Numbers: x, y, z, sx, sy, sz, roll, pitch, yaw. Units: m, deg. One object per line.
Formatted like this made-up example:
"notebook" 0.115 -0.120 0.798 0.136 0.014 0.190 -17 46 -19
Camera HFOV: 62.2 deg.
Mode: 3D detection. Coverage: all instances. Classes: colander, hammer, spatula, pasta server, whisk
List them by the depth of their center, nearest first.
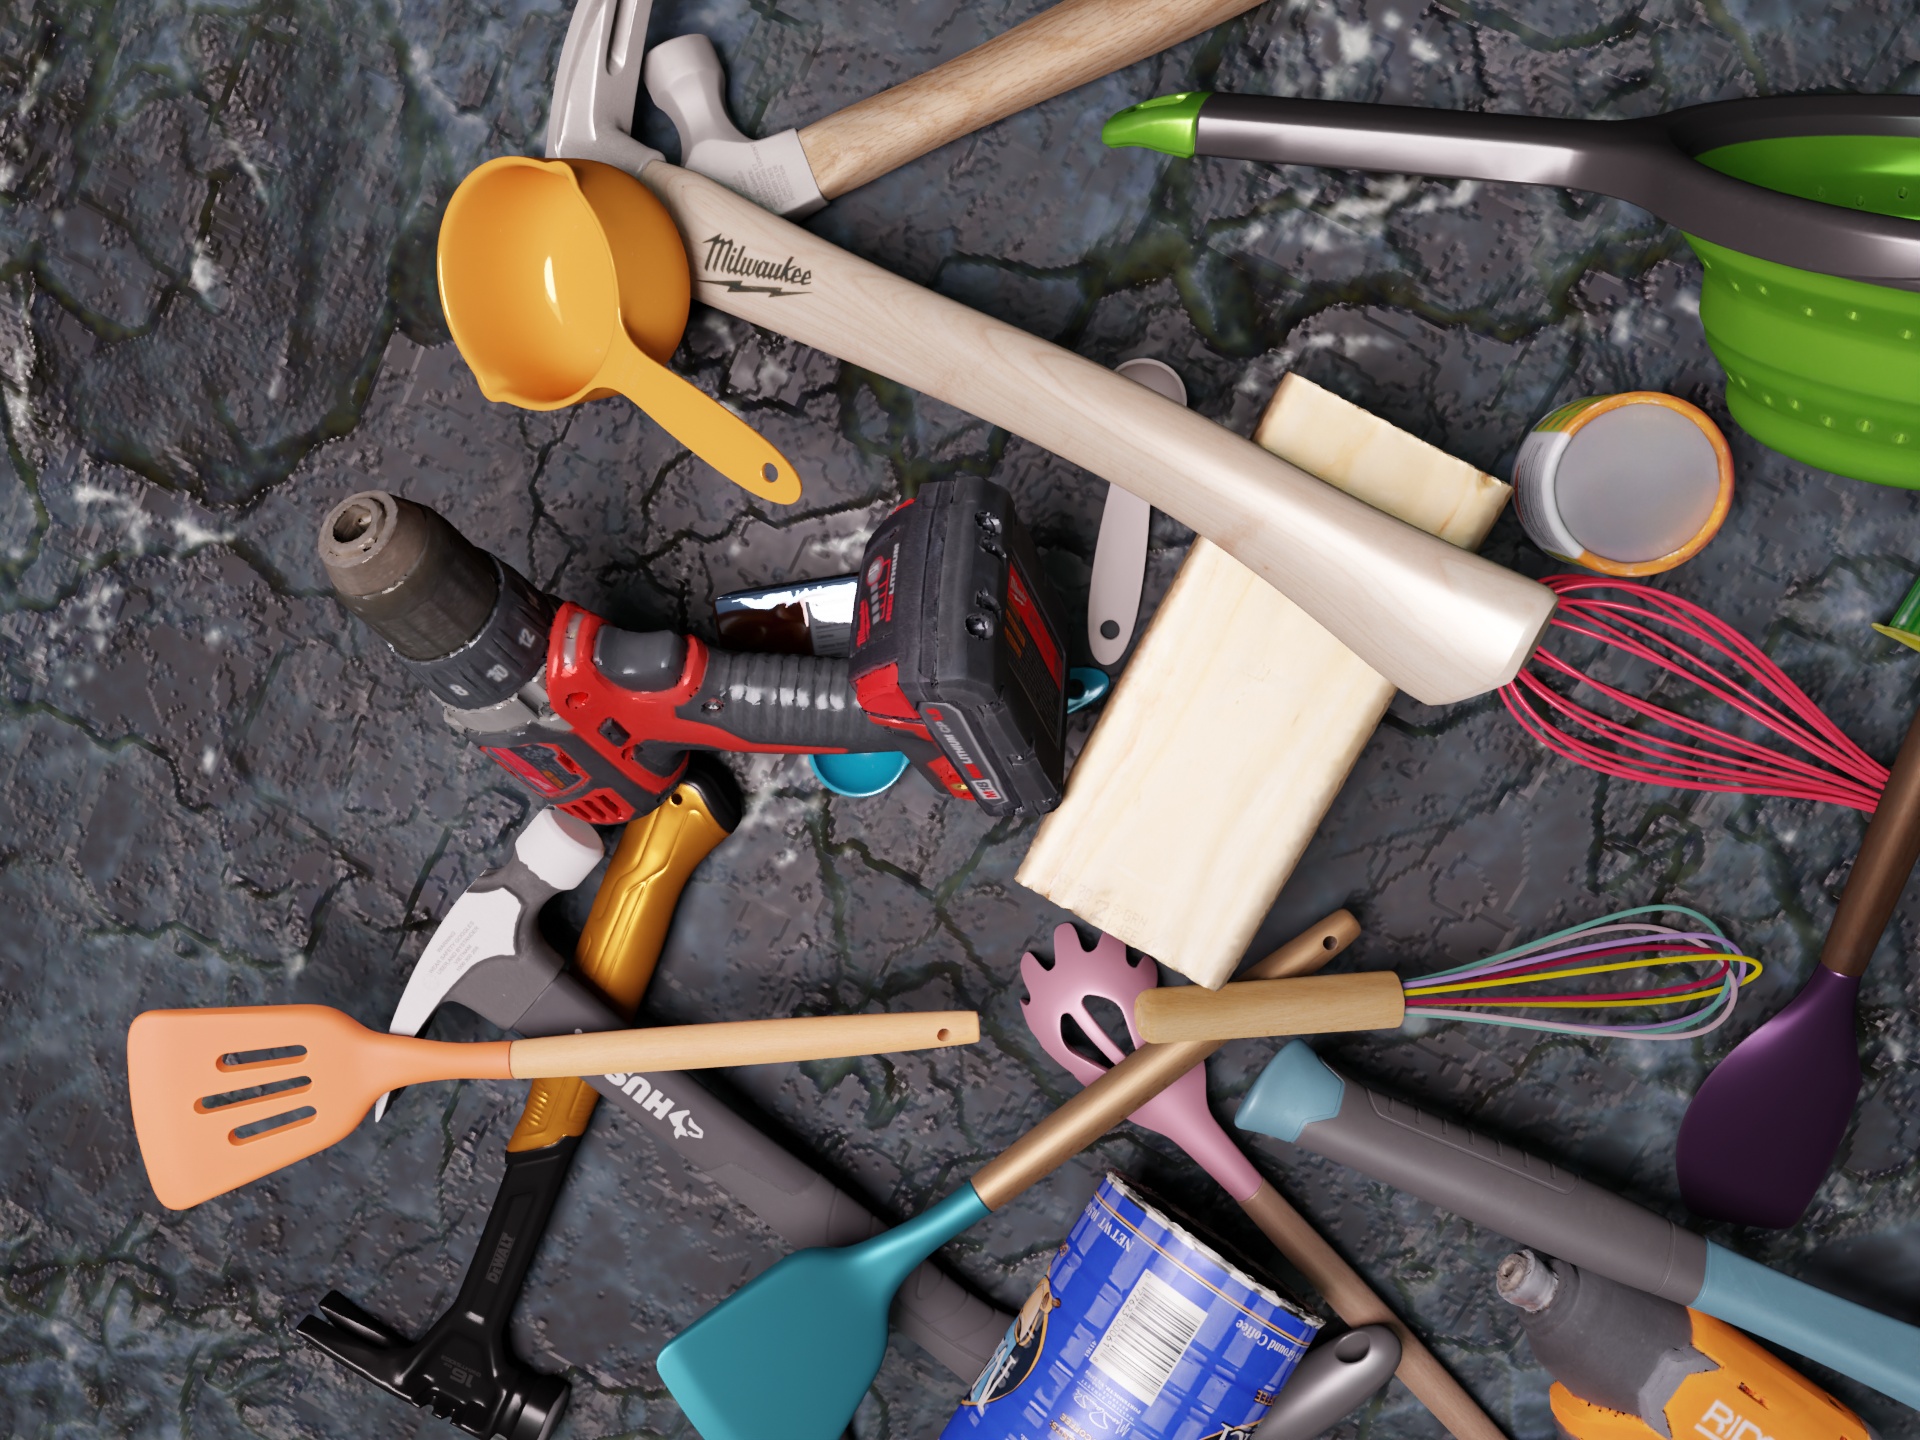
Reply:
"colander" 0.240 -0.150 0.538 0.397 0.205 0.094 11 124 17
"hammer" 0.013 -0.130 0.551 0.411 0.038 0.146 30 122 20
"spatula" 0.326 0.068 0.577 0.060 0.018 0.315 9 119 6
"whisk" 0.327 0.020 0.593 0.296 0.073 0.073 24 102 -1
"hammer" 0.264 0.201 0.602 0.331 0.128 0.033 23 140 5
"hammer" 0.047 -0.257 0.605 0.331 0.031 0.130 -21 95 11
"whisk" 0.189 0.103 0.611 0.245 0.047 0.051 -3 90 -5
"spatula" 0.031 0.175 0.620 0.317 0.044 0.082 -37 96 -1
"spatula" -0.153 0.136 0.625 0.322 0.041 0.081 -4 100 -1
"pasta server" 0.139 0.213 0.670 0.060 0.040 0.316 -42 95 13
"hammer" -0.091 0.194 0.675 0.334 0.035 0.146 41 98 -8
"whisk" 0.092 0.327 0.675 0.239 0.055 0.055 -43 91 17
"hammer" -0.184 0.164 0.709 0.127 0.034 0.337 25 102 3

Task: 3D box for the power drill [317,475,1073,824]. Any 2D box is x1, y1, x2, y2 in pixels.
"power drill" -0.088 -0.026 0.556 0.227 0.187 0.080 -4 62 18

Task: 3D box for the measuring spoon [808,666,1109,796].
"measuring spoon" -0.001 -0.002 0.664 0.128 0.021 0.042 -15 107 2

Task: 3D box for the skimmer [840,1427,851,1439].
"skimmer" -0.043 0.479 0.708 0.127 0.090 0.363 -10 96 42

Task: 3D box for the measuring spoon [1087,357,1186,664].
"measuring spoon" 0.067 -0.083 0.641 0.034 0.018 0.124 9 107 7

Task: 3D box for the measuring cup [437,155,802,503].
"measuring cup" -0.110 -0.135 0.573 0.174 0.052 0.095 39 123 13

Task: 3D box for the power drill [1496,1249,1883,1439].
"power drill" 0.233 0.326 0.630 0.164 0.084 0.226 35 92 -4
